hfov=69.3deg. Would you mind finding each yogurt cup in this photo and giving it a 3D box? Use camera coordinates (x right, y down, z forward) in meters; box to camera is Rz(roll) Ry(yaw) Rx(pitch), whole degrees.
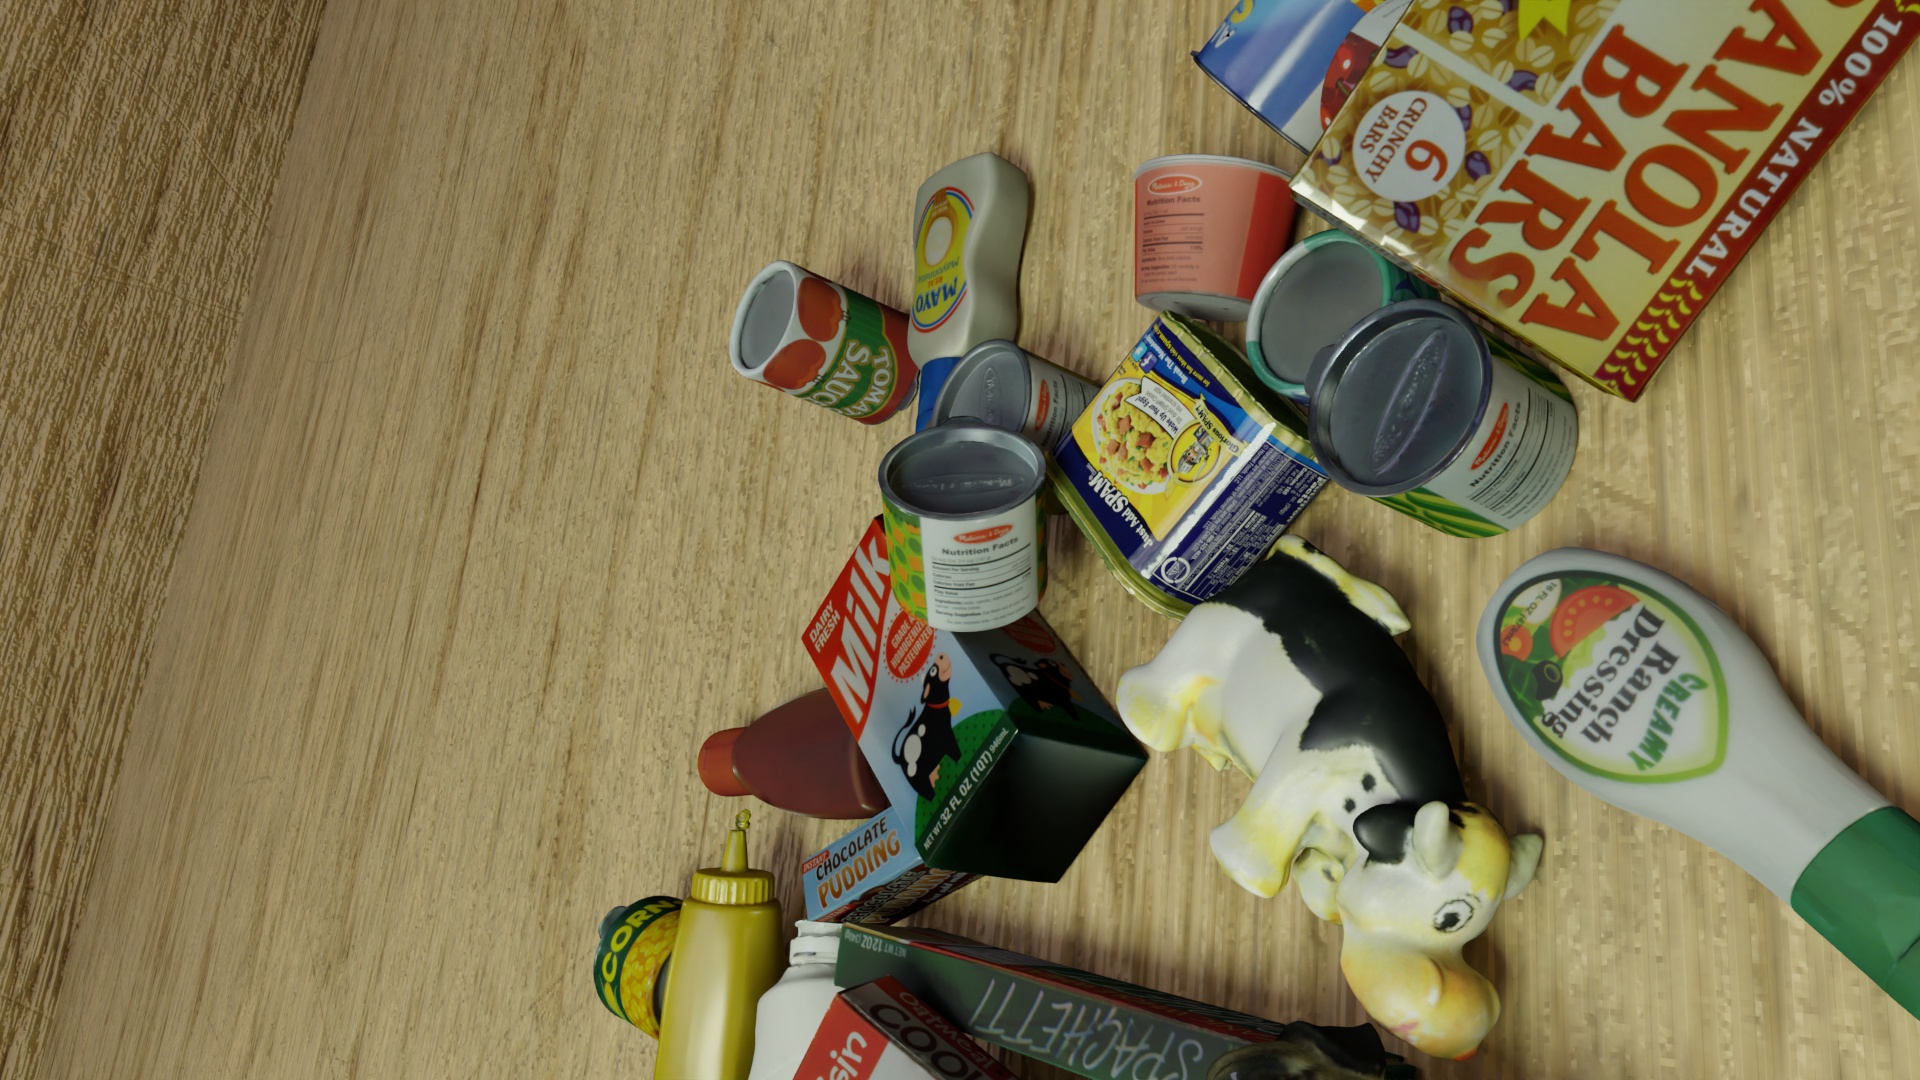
[{"bbox_3d":[0.101,-0.120,0.561,0.072,0.072,0.054,7,89,52],"label":"yogurt cup"}]

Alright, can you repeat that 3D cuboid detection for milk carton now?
[{"bbox_3d":[-0.008,0.054,0.610,0.072,0.073,0.191,-58,39,18],"label":"milk carton"}]

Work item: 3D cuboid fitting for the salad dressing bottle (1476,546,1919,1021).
[{"bbox_3d":[0.205,0.059,0.372,0.064,0.044,0.148,-56,40,17],"label":"salad dressing bottle"}]

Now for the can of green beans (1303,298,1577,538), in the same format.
[{"bbox_3d":[0.159,-0.039,0.459,0.071,0.058,0.071,-23,58,44],"label":"can of green beans"}]

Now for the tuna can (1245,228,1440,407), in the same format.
[{"bbox_3d":[0.143,-0.079,0.516,0.071,0.033,0.071,-24,57,44],"label":"tuna can"}]

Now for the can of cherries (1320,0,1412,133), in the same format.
[{"bbox_3d":[0.170,-0.150,0.488,0.071,0.071,0.058,-57,40,17],"label":"can of cherries"}]

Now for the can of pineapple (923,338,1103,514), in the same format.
[{"bbox_3d":[0.028,-0.050,0.623,0.071,0.058,0.071,-24,57,44],"label":"can of pineapple"}]

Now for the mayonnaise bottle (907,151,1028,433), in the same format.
[{"bbox_3d":[0.001,-0.118,0.698,0.064,0.041,0.148,-15,63,45],"label":"mayonnaise bottle"}]

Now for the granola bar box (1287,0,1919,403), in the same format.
[{"bbox_3d":[0.197,-0.143,0.414,0.124,0.039,0.165,34,107,6],"label":"granola bar box"}]

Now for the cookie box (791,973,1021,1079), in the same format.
[{"bbox_3d":[0.000,0.256,0.493,0.168,0.040,0.122,31,100,28],"label":"cookie box"}]

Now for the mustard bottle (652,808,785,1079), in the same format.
[{"bbox_3d":[-0.112,0.209,0.664,0.049,0.065,0.160,2,83,18],"label":"mustard bottle"}]

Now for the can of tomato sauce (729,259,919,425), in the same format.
[{"bbox_3d":[-0.072,-0.104,0.747,0.071,0.083,0.071,-24,57,44],"label":"can of tomato sauce"}]

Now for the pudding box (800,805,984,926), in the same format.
[{"bbox_3d":[-0.027,0.143,0.616,0.083,0.049,0.030,-37,51,36],"label":"pudding box"}]

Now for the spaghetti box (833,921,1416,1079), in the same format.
[{"bbox_3d":[0.044,0.177,0.515,0.249,0.050,0.029,-3,75,50],"label":"spaghetti box"}]

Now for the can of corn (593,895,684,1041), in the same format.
[{"bbox_3d":[-0.147,0.220,0.712,0.058,0.071,0.071,1,76,50],"label":"can of corn"}]

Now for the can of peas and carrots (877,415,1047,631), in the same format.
[{"bbox_3d":[0.002,-0.007,0.560,0.071,0.071,0.058,-129,27,-47],"label":"can of peas and carrots"}]

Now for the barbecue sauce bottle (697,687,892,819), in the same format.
[{"bbox_3d":[-0.080,0.109,0.700,0.148,0.044,0.065,-15,67,48],"label":"barbecue sauce bottle"}]

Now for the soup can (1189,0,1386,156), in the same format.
[{"bbox_3d":[0.141,-0.203,0.541,0.083,0.071,0.071,-51,42,23],"label":"soup can"}]
